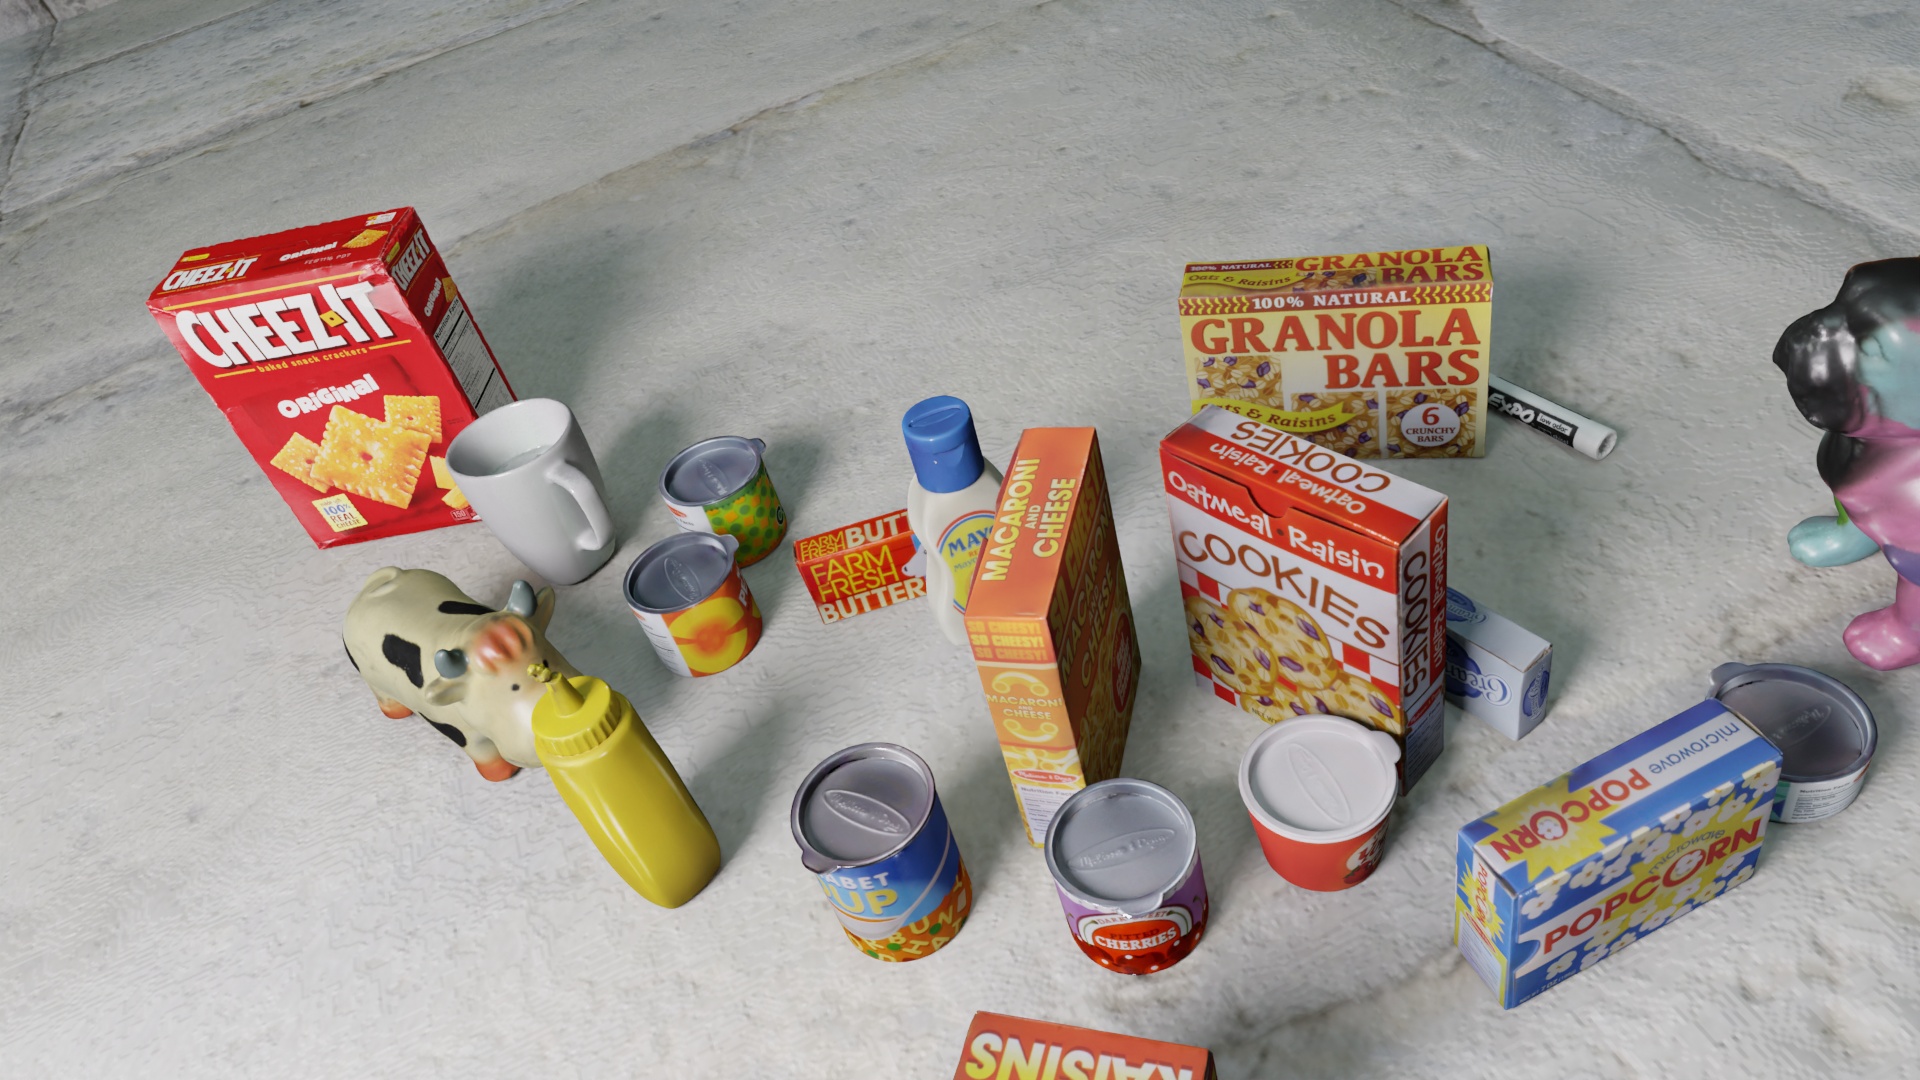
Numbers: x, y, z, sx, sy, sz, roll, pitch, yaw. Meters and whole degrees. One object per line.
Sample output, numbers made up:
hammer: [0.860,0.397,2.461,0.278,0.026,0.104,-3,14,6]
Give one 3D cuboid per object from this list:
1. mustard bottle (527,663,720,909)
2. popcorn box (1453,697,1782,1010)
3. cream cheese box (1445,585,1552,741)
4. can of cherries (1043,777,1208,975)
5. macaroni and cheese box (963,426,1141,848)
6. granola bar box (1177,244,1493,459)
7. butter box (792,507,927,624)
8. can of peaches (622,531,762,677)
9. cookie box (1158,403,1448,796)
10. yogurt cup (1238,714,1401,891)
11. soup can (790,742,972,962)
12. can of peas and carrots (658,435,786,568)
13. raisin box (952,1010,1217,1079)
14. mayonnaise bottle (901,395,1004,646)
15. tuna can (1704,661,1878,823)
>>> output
mustard bottle: [-0.164,0.111,0.660,0.065,0.159,0.049,26,56,37]
popcorn box: [0.263,0.127,0.562,0.127,0.084,0.038,-24,42,-9]
cream cheese box: [0.237,0.049,0.679,0.024,0.053,0.104,-35,45,-20]
can of cherries: [0.075,0.151,0.616,0.071,0.058,0.072,-9,42,8]
macaroni and cheese box: [0.048,0.048,0.655,0.040,0.165,0.124,0,44,19]
granola bar box: [0.216,-0.104,0.800,0.165,0.123,0.039,0,44,18]
butter box: [-0.041,0.011,0.809,0.103,0.053,0.024,-16,41,0]
can of peaches: [-0.154,0.037,0.814,0.071,0.057,0.071,-9,42,8]
cookie box: [0.159,0.029,0.640,0.123,0.166,0.040,28,58,39]
yogurt cup: [0.162,0.121,0.625,0.072,0.053,0.073,-9,42,8]
soup can: [-0.036,0.146,0.638,0.071,0.083,0.072,-9,42,8]
can of peas and carrots: [-0.147,-0.025,0.878,0.071,0.058,0.071,-9,42,8]
raisin box: [0.052,0.221,0.498,0.086,0.122,0.040,3,45,21]
mayonnaise bottle: [0.003,-0.009,0.746,0.065,0.147,0.041,-21,41,-5]
tuna can: [0.361,0.088,0.613,0.071,0.032,0.071,-9,42,8]
